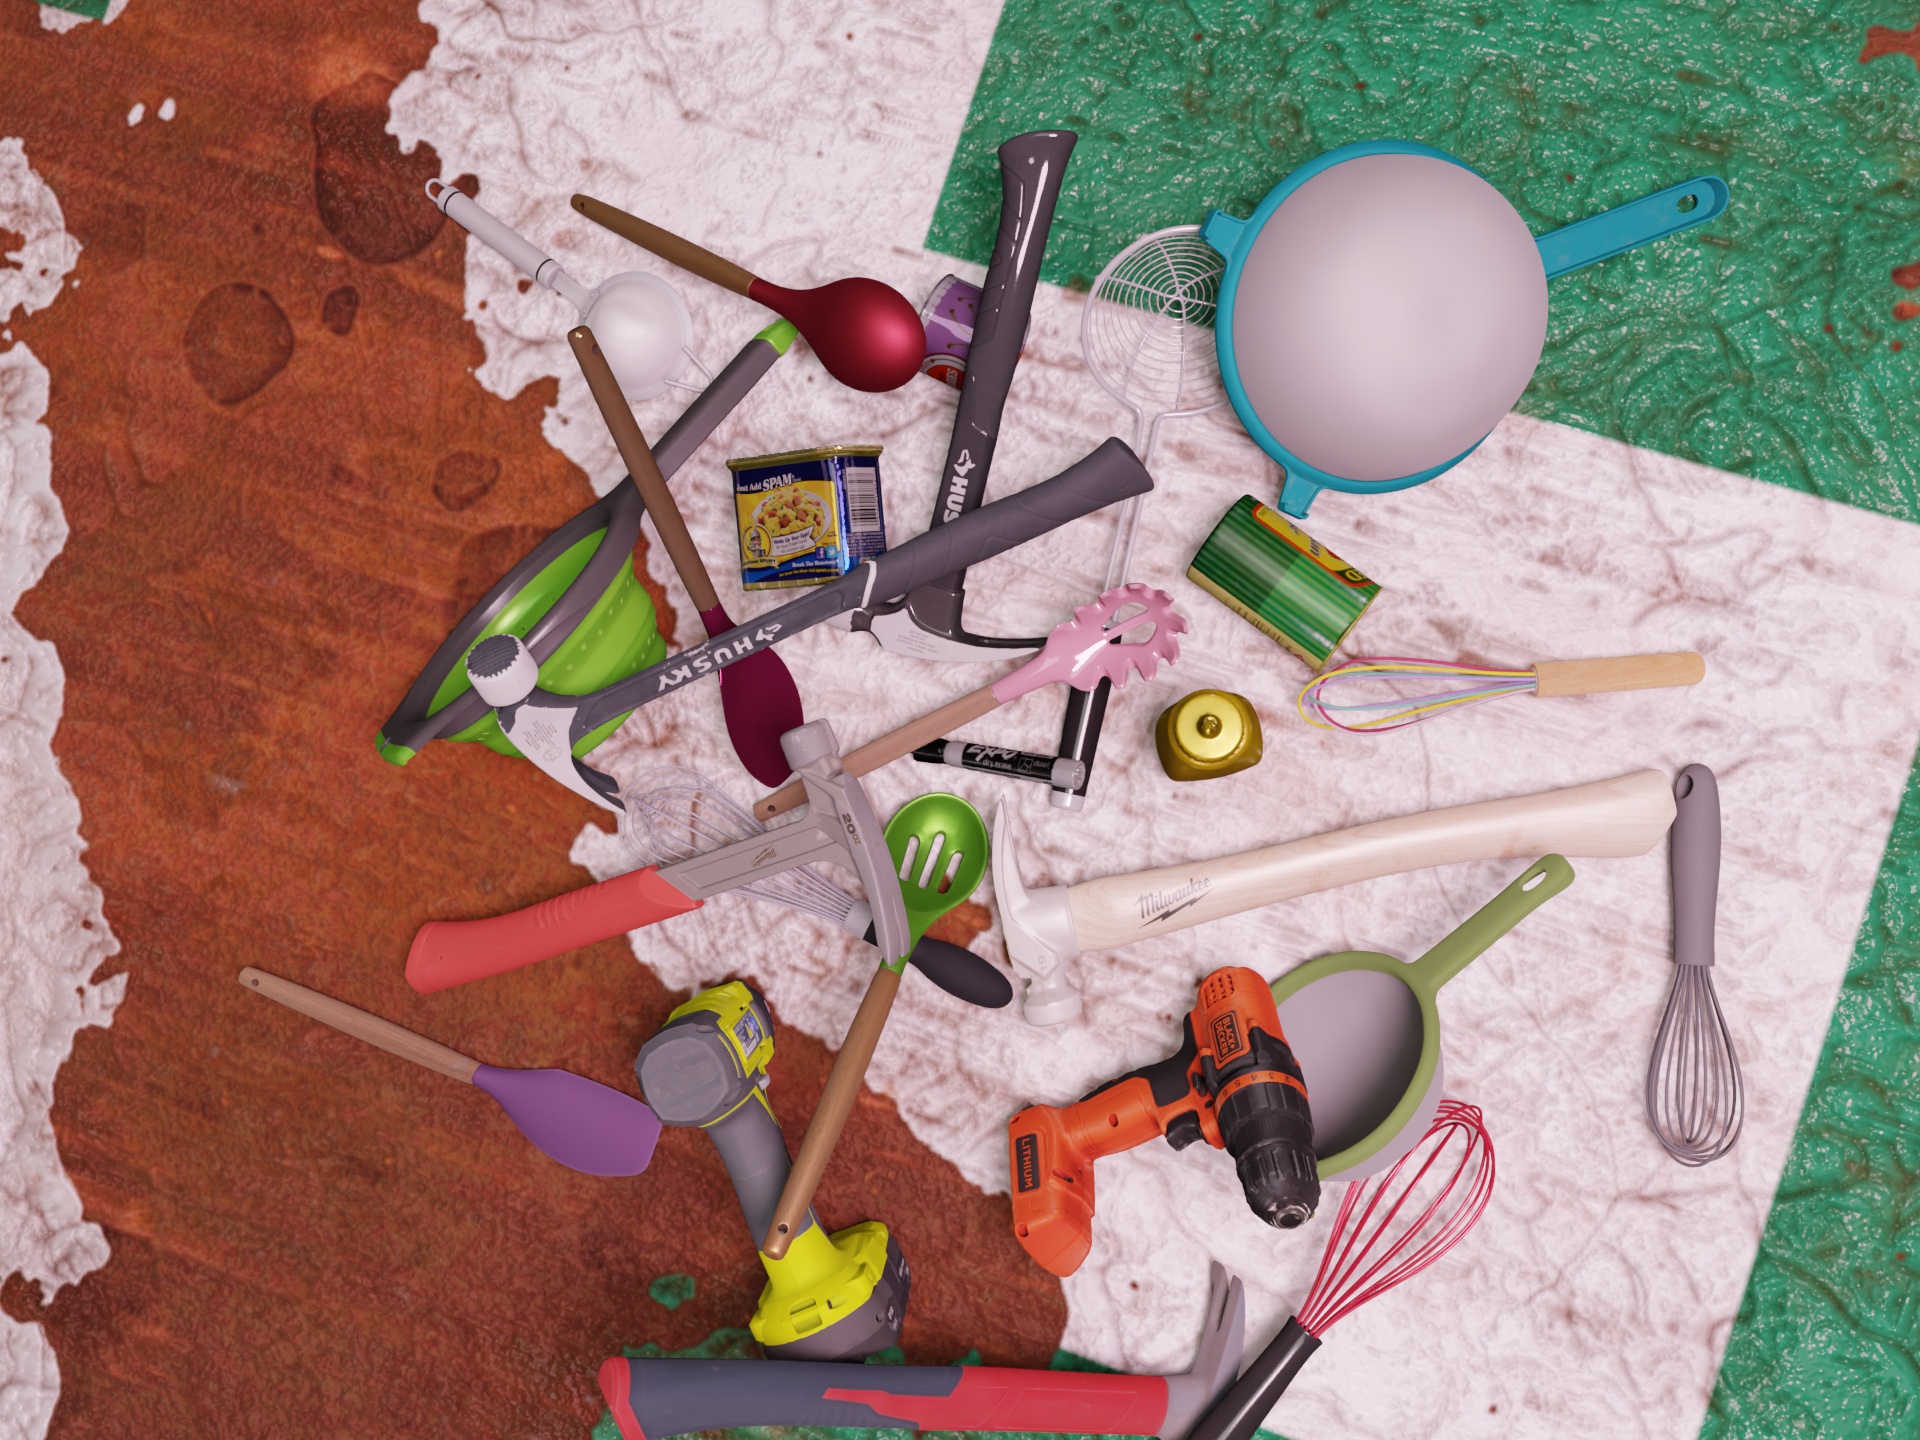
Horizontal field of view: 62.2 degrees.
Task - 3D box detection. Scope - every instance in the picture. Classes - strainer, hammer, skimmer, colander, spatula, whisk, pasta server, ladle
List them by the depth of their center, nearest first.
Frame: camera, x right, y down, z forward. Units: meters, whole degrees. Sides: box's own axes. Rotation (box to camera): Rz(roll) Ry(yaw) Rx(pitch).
[{"bbox_3d":[-0.009,0.368,0.900,0.386,0.038,0.143,13,91,-25],"label":"hammer"},{"bbox_3d":[0.268,0.181,0.936,0.256,0.152,0.069,-42,117,6],"label":"strainer"},{"bbox_3d":[0.323,-0.259,0.942,0.340,0.095,0.211,-21,106,-5],"label":"strainer"},{"bbox_3d":[-0.072,-0.068,0.943,0.409,0.149,0.036,-24,49,-4],"label":"hammer"},{"bbox_3d":[0.218,0.346,0.944,0.073,0.073,0.296,39,87,9],"label":"whisk"},{"bbox_3d":[0.439,0.144,0.948,0.055,0.055,0.239,3,83,9],"label":"whisk"},{"bbox_3d":[0.224,0.078,0.981,0.410,0.038,0.146,-12,95,6],"label":"hammer"},{"bbox_3d":[0.331,-0.021,0.983,0.245,0.051,0.047,-5,106,4],"label":"whisk"},{"bbox_3d":[0.018,-0.194,0.987,0.146,0.035,0.334,18,109,12],"label":"hammer"},{"bbox_3d":[0.110,-0.120,0.993,0.127,0.090,0.363,13,89,-10],"label":"skimmer"},{"bbox_3d":[-0.205,0.123,0.999,0.359,0.036,0.149,-20,90,24],"label":"hammer"},{"bbox_3d":[-0.002,-0.003,1.001,0.316,0.040,0.060,-26,100,18],"label":"pasta server"},{"bbox_3d":[-0.093,0.112,1.027,0.284,0.070,0.070,27,90,4],"label":"whisk"},{"bbox_3d":[-0.150,-0.291,1.035,0.316,0.031,0.069,31,119,28],"label":"ladle"},{"bbox_3d":[-0.207,-0.100,1.039,0.094,0.205,0.397,45,75,-24],"label":"colander"},{"bbox_3d":[-0.350,0.232,1.075,0.316,0.018,0.060,21,90,9],"label":"spatula"},{"bbox_3d":[-0.278,-0.301,1.094,0.258,0.050,0.087,37,106,13],"label":"strainer"}]

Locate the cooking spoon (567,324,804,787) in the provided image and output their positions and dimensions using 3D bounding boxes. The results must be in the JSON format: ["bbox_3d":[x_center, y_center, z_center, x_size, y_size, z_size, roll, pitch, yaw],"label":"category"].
[{"bbox_3d":[-0.165,-0.092,0.973,0.017,0.069,0.318,4,129,37],"label":"cooking spoon"}]

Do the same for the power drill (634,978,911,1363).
[{"bbox_3d":[-0.113,0.270,0.970,0.080,0.171,0.223,-25,91,5],"label":"power drill"}]

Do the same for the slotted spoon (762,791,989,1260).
[{"bbox_3d":[-0.054,0.173,0.951,0.070,0.031,0.314,21,53,3],"label":"slotted spoon"}]
